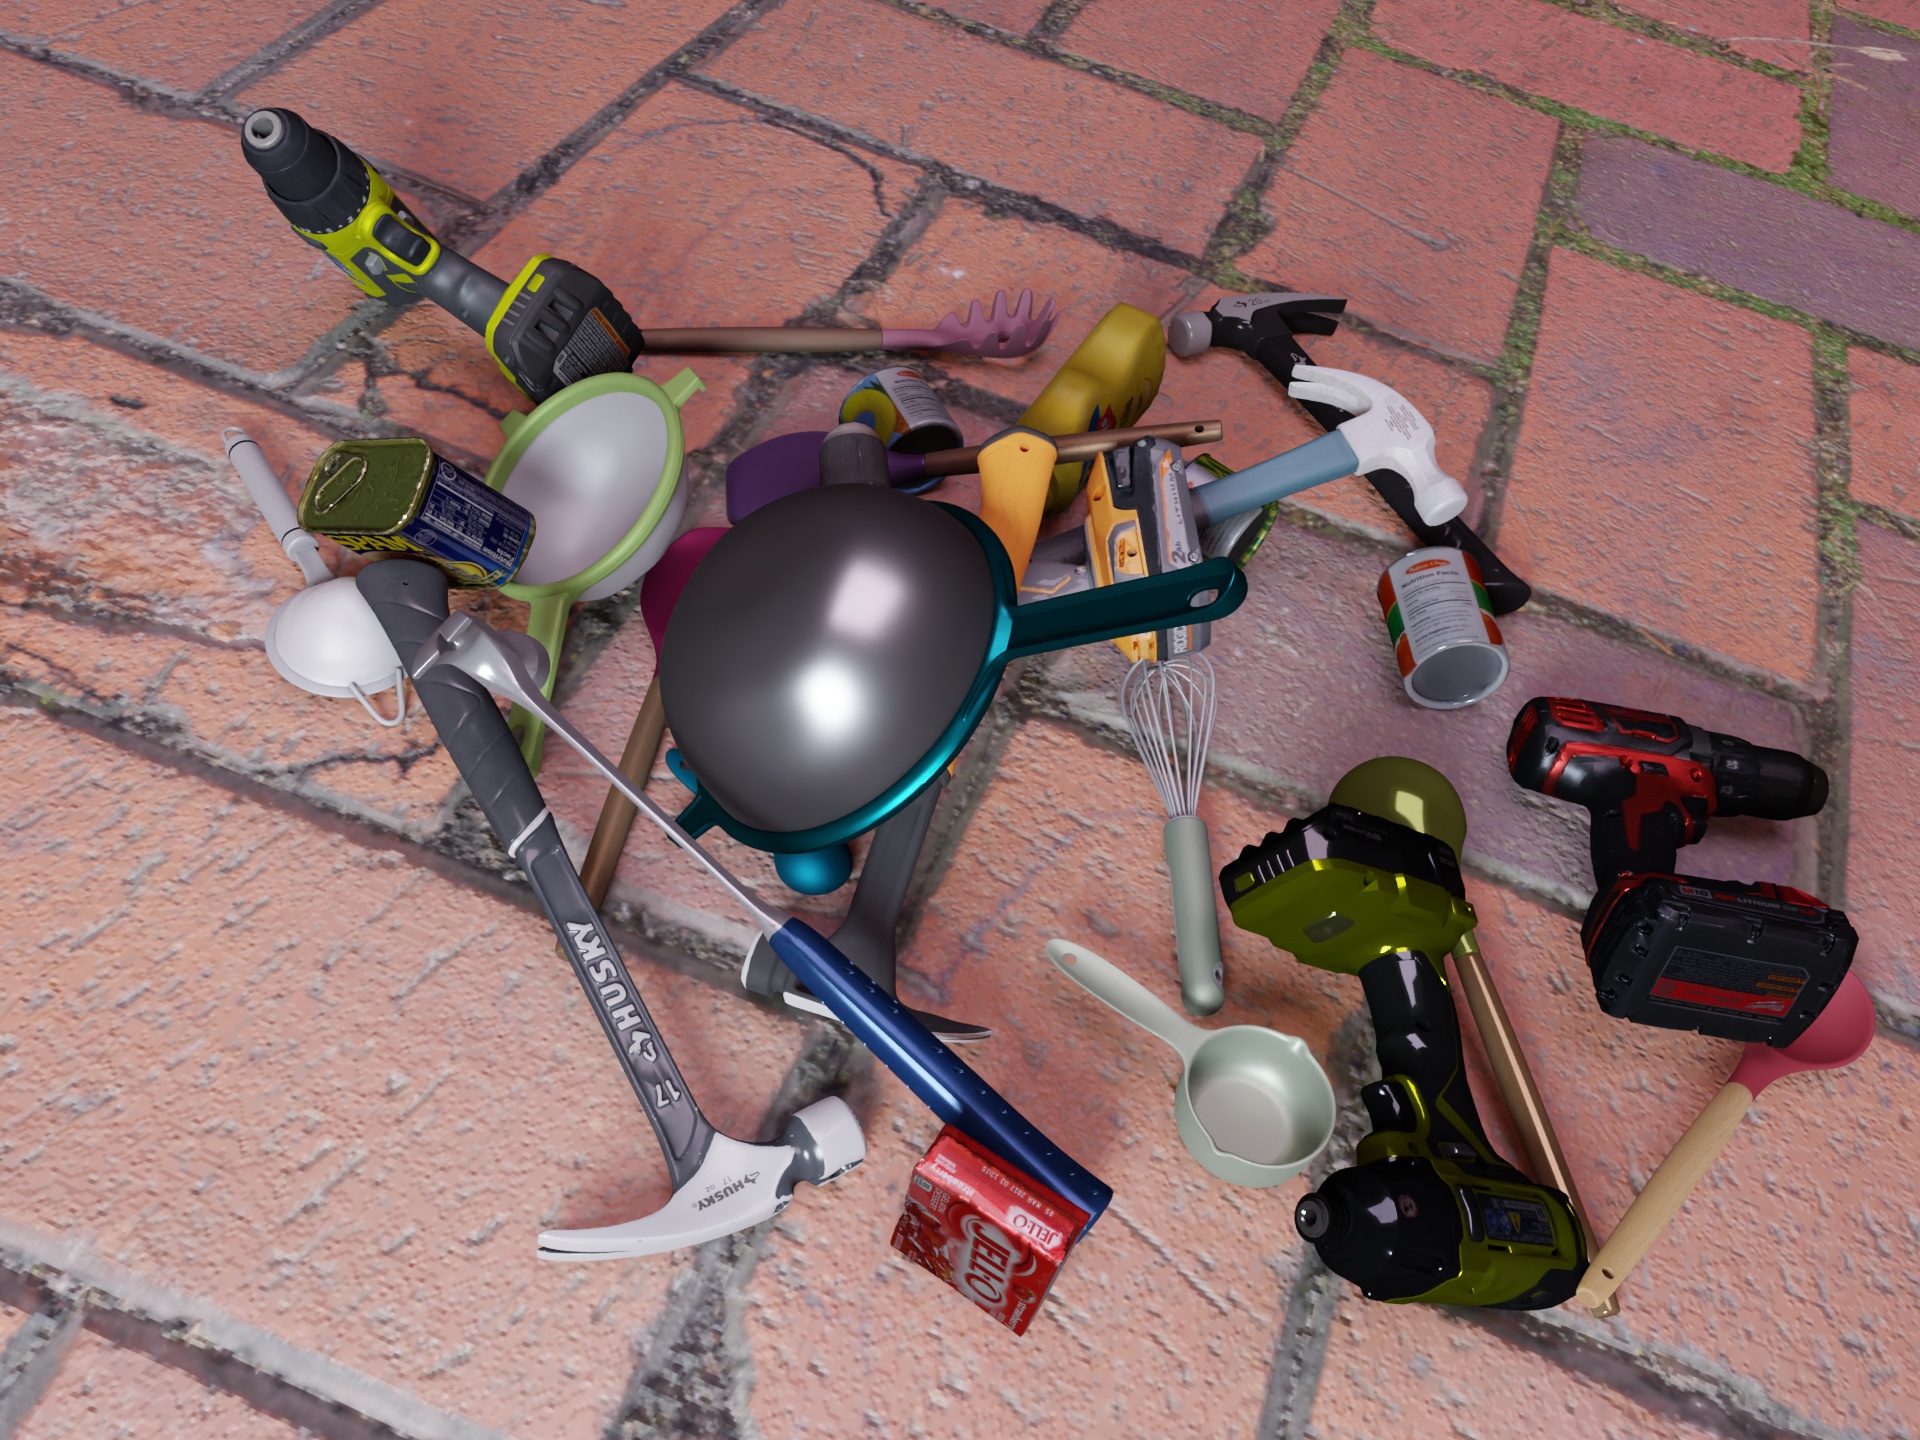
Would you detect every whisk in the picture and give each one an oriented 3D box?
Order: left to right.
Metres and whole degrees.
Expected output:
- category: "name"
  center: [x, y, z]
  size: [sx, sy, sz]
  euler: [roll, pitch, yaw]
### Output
- category: "whisk"
  center: [0.125, 0.054, 0.898]
  size: [0.059, 0.057, 0.247]
  euler: [-16, 50, 19]

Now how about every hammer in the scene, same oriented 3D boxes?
- category: "hammer"
  center: [-0.209, 0.074, 0.784]
  size: [0.149, 0.036, 0.409]
  euler: [-21, 63, -28]
- category: "hammer"
  center: [-0.092, 0.090, 0.731]
  size: [0.405, 0.144, 0.035]
  euler: [42, 87, 5]
- category: "hammer"
  center: [-0.001, -0.003, 0.833]
  size: [0.127, 0.034, 0.337]
  euler: [16, 73, 6]
- category: "hammer"
  center: [0.137, -0.126, 0.990]
  size: [0.331, 0.033, 0.128]
  euler: [-22, 68, -5]
- category: "hammer"
  center: [0.297, -0.200, 1.152]
  size: [0.146, 0.035, 0.335]
  euler: [-17, 56, -24]

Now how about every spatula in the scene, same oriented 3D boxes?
- category: "spatula"
  center: [0.004, -0.164, 0.991]
  size: [0.316, 0.018, 0.060]
  euler: [-5, 78, 11]

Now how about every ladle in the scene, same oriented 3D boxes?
- category: "ladle"
  center: [0.275, 0.156, 0.850]
  size: [0.078, 0.062, 0.320]
  euler: [-5, 58, -13]
- category: "ladle"
  center: [0.387, 0.203, 0.808]
  size: [0.069, 0.031, 0.315]
  euler: [39, 45, 26]

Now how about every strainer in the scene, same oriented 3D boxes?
- category: "strainer"
  center: [-0.379, -0.097, 0.917]
  size: [0.087, 0.050, 0.259]
  euler: [-22, 55, -29]
- category: "strainer"
  center: [-0.214, -0.076, 0.918]
  size: [0.151, 0.069, 0.256]
  euler: [-6, 65, 27]
- category: "strainer"
  center: [-0.032, -0.054, 0.768]
  size: [0.340, 0.095, 0.211]
  euler: [-9, 56, 38]

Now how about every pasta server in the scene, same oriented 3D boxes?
- category: "pasta server"
  center: [-0.083, -0.279, 1.135]
  size: [0.316, 0.040, 0.060]
  euler: [-4, 39, -14]

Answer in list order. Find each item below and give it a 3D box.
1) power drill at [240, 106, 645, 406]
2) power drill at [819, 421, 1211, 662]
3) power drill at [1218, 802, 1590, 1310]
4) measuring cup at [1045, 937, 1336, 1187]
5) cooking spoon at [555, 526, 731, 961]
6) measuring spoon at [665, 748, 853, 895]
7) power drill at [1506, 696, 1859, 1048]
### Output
- category: "power drill"
  center: [-0.327, -0.286, 0.998]
  size: [0.228, 0.190, 0.080]
  euler: [32, 85, 8]
- category: "power drill"
  center: [0.021, -0.105, 0.932]
  size: [0.226, 0.084, 0.185]
  euler: [-9, 67, 5]
- category: "power drill"
  center: [0.202, 0.159, 0.755]
  size: [0.171, 0.080, 0.223]
  euler: [19, 48, -35]
- category: "measuring cup"
  center: [0.108, 0.168, 0.799]
  size: [0.168, 0.038, 0.083]
  euler: [35, 52, 19]
- category: "cooking spoon"
  center: [-0.173, -0.001, 0.892]
  size: [0.069, 0.017, 0.319]
  euler: [3, 48, 9]
- category: "measuring spoon"
  center: [-0.112, 0.047, 0.861]
  size: [0.129, 0.021, 0.042]
  euler: [35, 52, 17]
- category: "power drill"
  center: [0.423, 0.074, 0.901]
  size: [0.188, 0.080, 0.227]
  euler: [10, 35, -1]
